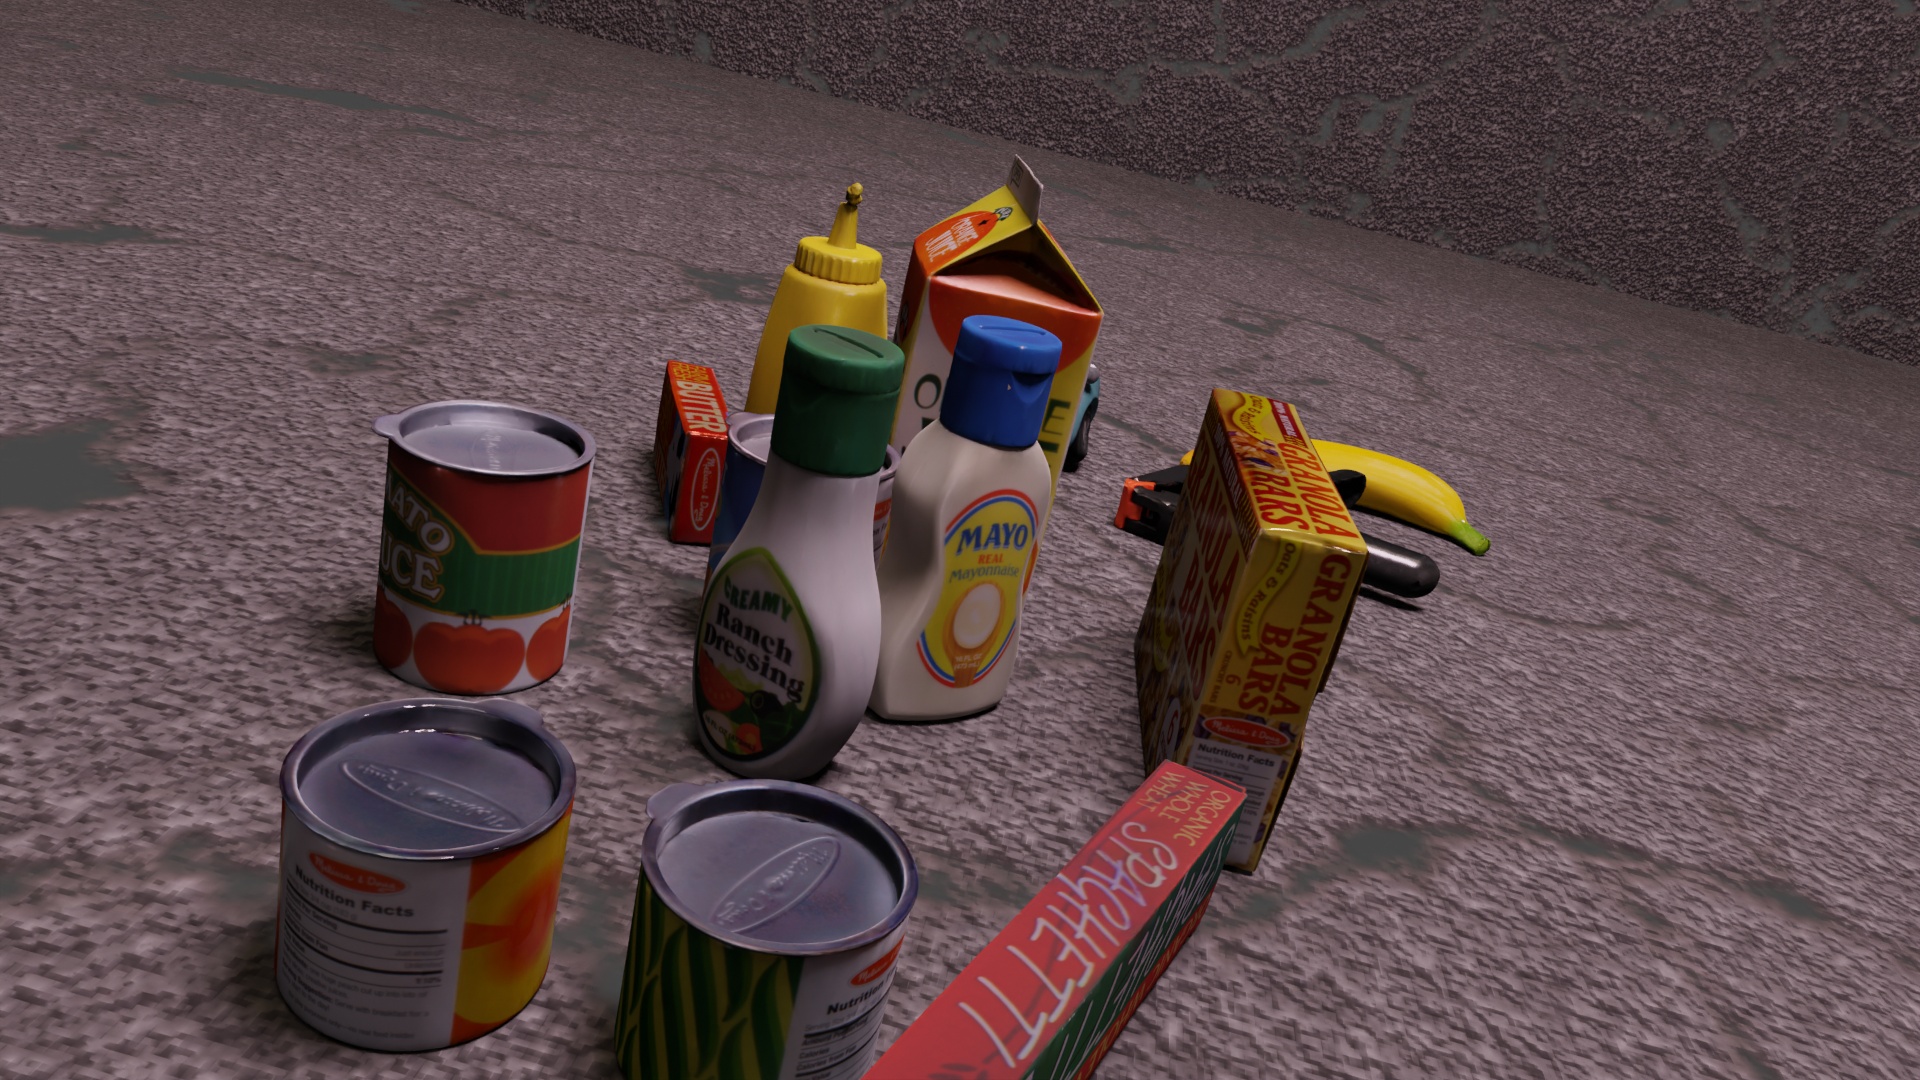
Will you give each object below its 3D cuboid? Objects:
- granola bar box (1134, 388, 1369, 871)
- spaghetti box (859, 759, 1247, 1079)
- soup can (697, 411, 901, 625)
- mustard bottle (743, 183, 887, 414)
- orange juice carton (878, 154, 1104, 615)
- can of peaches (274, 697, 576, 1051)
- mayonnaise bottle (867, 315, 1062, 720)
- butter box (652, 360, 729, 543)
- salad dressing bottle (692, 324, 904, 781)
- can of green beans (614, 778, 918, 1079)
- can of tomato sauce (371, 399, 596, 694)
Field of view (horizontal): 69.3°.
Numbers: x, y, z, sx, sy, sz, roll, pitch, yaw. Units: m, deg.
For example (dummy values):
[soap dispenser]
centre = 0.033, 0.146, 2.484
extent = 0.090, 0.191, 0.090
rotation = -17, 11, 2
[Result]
[granola bar box]
centre = 0.103, 0.025, 0.524
extent = 0.039, 0.123, 0.166
rotation = 13, 22, -1
[spaghetti box]
centre = 0.013, 0.122, 0.335
extent = 0.029, 0.050, 0.251
rotation = 23, 24, 22
[soup can]
centre = -0.065, 0.000, 0.538
extent = 0.071, 0.083, 0.071
rotation = 12, 22, -5
[mustard bottle]
centre = -0.064, -0.090, 0.653
extent = 0.049, 0.159, 0.065
rotation = 26, 25, 27
[orange juice carton]
centre = 0.006, -0.059, 0.578
extent = 0.073, 0.191, 0.072
rotation = 10, 22, -10
[can of peaches]
centre = -0.131, 0.080, 0.343
extent = 0.071, 0.057, 0.071
rotation = 12, 22, -5
[mayonnaise bottle]
centre = 0.002, -0.006, 0.507
extent = 0.065, 0.147, 0.041
rotation = -2, 27, -35
[butter box]
centre = -0.125, -0.043, 0.647
extent = 0.024, 0.053, 0.104
rotation = 6, 23, -19
[salad dressing bottle]
centre = -0.051, 0.005, 0.450
extent = 0.064, 0.147, 0.044
rotation = 26, 25, 29
[can of green beans]
centre = -0.048, 0.101, 0.340
extent = 0.071, 0.057, 0.071
rotation = 12, 22, -5
[can of tomato sauce]
centre = -0.166, 0.002, 0.477
extent = 0.071, 0.082, 0.071
rotation = 12, 22, -5
